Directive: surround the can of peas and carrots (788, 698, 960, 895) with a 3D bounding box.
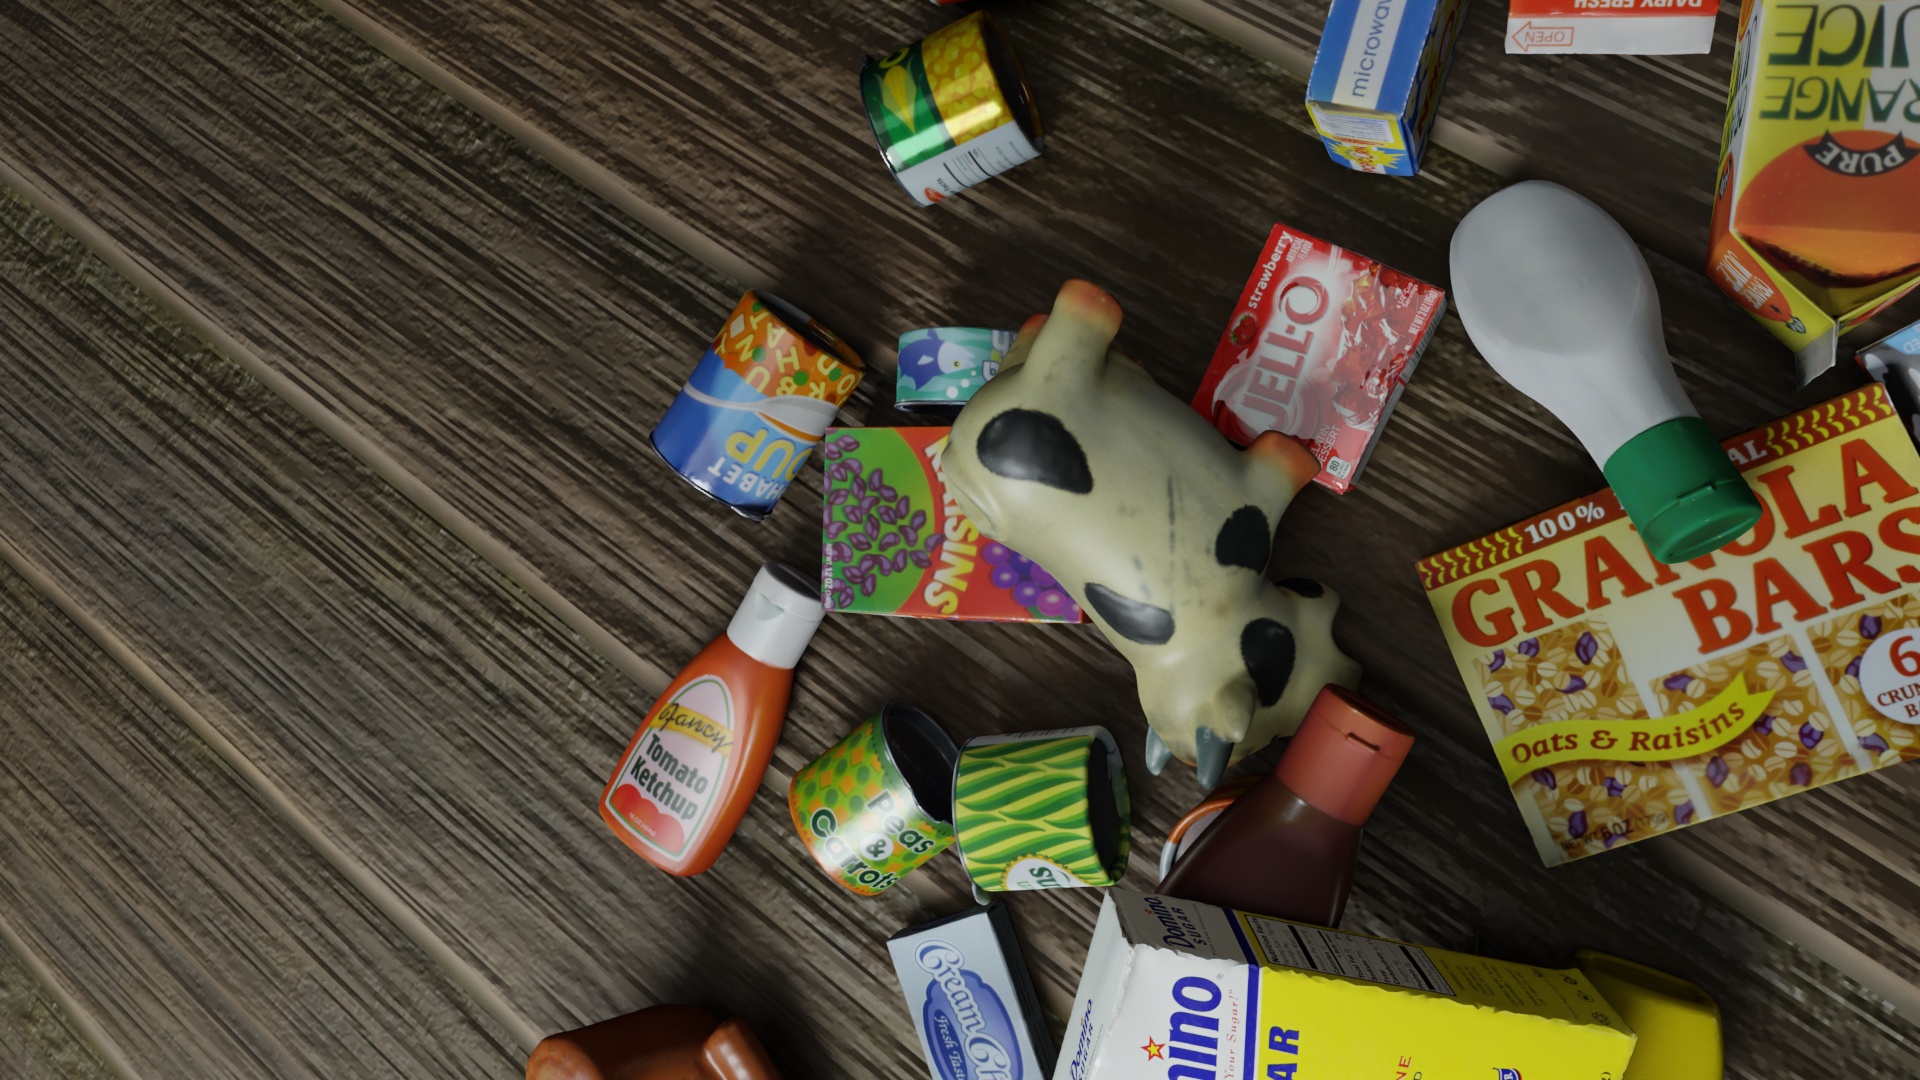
[{"bbox_3d":[-0.033,0.114,0.608,0.058,0.071,0.071,-38,77,18],"label":"can of peas and carrots"}]

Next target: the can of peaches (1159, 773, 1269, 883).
[{"bbox_3d":[0.120,0.129,0.555,0.071,0.058,0.071,0,89,22],"label":"can of peaches"}]

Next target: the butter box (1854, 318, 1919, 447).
[{"bbox_3d":[0.363,-0.069,0.458,0.103,0.024,0.053,-39,75,43],"label":"butter box"}]

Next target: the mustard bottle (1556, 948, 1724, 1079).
[{"bbox_3d":[0.231,0.236,0.515,0.065,0.049,0.160,16,96,19],"label":"mustard bottle"}]

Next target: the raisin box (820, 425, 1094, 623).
[{"bbox_3d":[0.002,-0.008,0.613,0.123,0.040,0.086,1,89,23],"label":"raisin box"}]

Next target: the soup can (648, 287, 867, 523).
[{"bbox_3d":[-0.090,-0.062,0.634,0.071,0.071,0.083,40,103,17],"label":"soup can"}]

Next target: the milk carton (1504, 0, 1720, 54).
[{"bbox_3d":[0.246,-0.271,0.502,0.072,0.073,0.190,8,92,21],"label":"milk carton"}]

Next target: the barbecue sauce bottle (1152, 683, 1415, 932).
[{"bbox_3d":[0.111,0.123,0.502,0.065,0.044,0.148,29,100,7],"label":"barbecue sauce bottle"}]

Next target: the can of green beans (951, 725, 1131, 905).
[{"bbox_3d":[0.035,0.113,0.584,0.058,0.071,0.071,-8,87,21],"label":"can of green beans"}]

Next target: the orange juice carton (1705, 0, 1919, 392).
[{"bbox_3d":[0.307,-0.150,0.478,0.073,0.072,0.192,8,92,22],"label":"orange juice carton"}]

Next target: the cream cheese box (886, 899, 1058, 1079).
[{"bbox_3d":[0.010,0.217,0.615,0.053,0.024,0.104,-23,81,18],"label":"cream cheese box"}]

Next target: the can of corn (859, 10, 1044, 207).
[{"bbox_3d":[-0.004,-0.189,0.602,0.058,0.071,0.071,-20,83,19],"label":"can of corn"}]

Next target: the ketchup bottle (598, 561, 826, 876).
[{"bbox_3d":[-0.111,0.081,0.654,0.065,0.043,0.148,34,101,19],"label":"ketchup bottle"}]

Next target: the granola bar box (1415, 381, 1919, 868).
[{"bbox_3d":[0.271,0.033,0.507,0.165,0.039,0.124,-24,80,20],"label":"granola bar box"}]

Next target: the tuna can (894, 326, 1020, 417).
[{"bbox_3d":[0.007,-0.071,0.596,0.071,0.071,0.033,3,90,22],"label":"tuna can"}]

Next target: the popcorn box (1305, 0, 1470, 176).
[{"bbox_3d":[0.170,-0.211,0.525,0.038,0.085,0.126,18,96,21],"label":"popcorn box"}]

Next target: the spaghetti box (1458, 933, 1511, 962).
[{"bbox_3d":[0.137,0.262,0.550,0.029,0.050,0.249,38,103,19],"label":"spaghetti box"}]

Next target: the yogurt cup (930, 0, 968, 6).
[{"bbox_3d":[0.014,-0.266,0.600,0.054,0.072,0.072,6,92,13],"label":"yogurt cup"}]

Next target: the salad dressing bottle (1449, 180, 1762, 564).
[{"bbox_3d":[0.229,-0.062,0.497,0.064,0.044,0.148,-27,60,15],"label":"salad dressing bottle"}]
